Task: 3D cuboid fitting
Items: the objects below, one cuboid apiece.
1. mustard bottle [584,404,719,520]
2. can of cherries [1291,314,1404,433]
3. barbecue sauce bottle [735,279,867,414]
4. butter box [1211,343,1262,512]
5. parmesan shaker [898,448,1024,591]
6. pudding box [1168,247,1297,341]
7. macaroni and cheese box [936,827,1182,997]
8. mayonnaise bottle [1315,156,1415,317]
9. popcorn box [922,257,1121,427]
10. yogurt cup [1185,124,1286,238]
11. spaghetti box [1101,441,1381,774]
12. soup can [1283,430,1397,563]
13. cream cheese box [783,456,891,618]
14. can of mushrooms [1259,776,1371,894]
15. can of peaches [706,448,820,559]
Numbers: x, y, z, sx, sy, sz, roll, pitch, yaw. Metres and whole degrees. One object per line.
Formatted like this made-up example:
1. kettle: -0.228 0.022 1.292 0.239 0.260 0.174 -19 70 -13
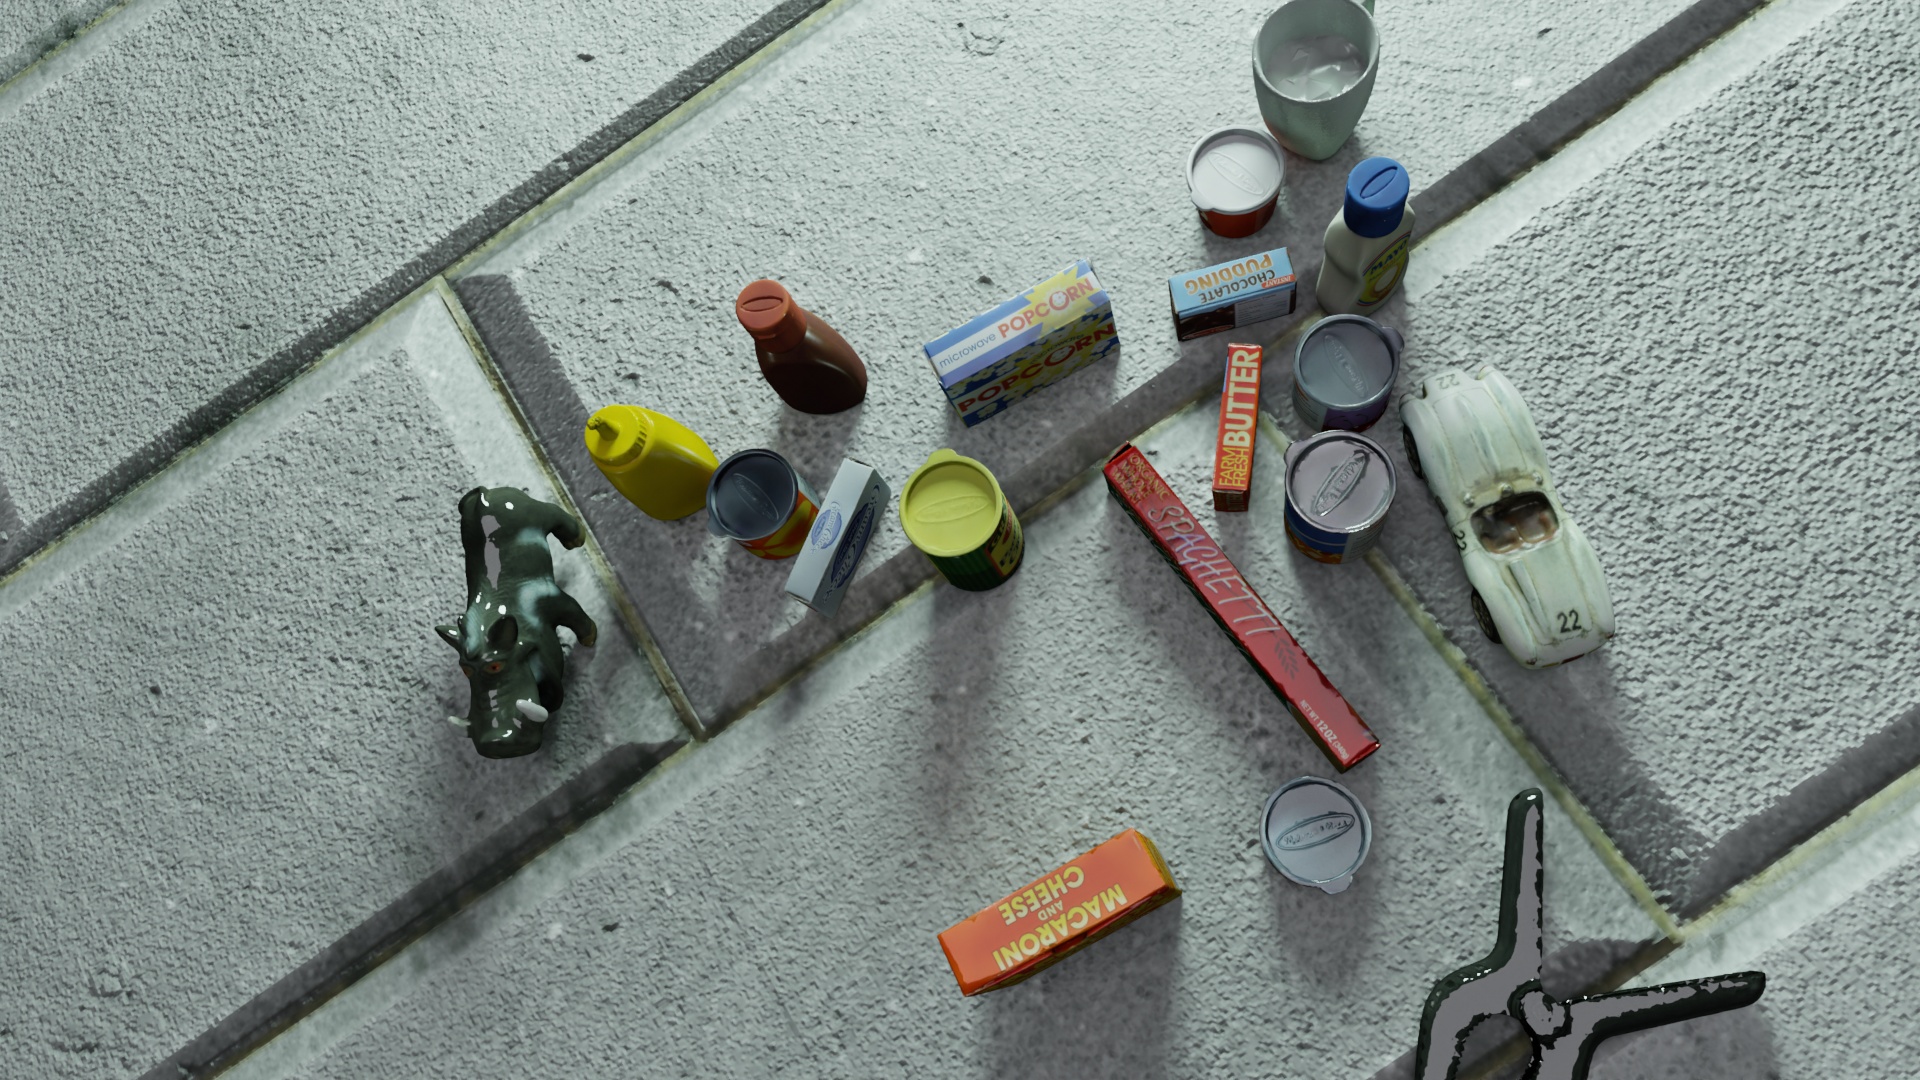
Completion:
1. mustard bottle: -0.215 -0.059 0.945 0.065 0.160 0.049 -36 71 1
2. can of cherries: 0.255 -0.108 0.916 0.071 0.058 0.071 -3 74 11
3. barbecue sauce bottle: -0.111 -0.130 0.949 0.065 0.148 0.044 -5 74 10
4. butter box: 0.185 -0.074 0.924 0.024 0.053 0.103 6 76 13
5. parmesan shaker: 0.003 -0.011 0.917 0.071 0.103 0.071 -3 75 11
6. pudding box: 0.186 -0.168 0.951 0.084 0.049 0.030 -14 73 7
7. macaroni and cheese box: 0.064 0.217 0.808 0.124 0.166 0.040 -30 72 3
8. mayonnaise bottle: 0.262 -0.193 0.891 0.065 0.148 0.041 -40 71 -1
9. popcorn box: 0.044 -0.133 0.952 0.127 0.085 0.038 -28 72 3
10. yogurt cup: 0.192 -0.247 0.970 0.072 0.054 0.072 -3 74 11
11. spaghetti box: 0.176 0.041 0.895 0.029 0.050 0.250 -37 71 0
12. soup can: 0.237 -0.028 0.884 0.071 0.083 0.071 -3 75 11
13. cream cheese box: -0.084 -0.001 0.958 0.024 0.053 0.104 21 80 16
14. can of mushrooms: 0.219 0.182 0.856 0.071 0.033 0.071 -3 74 11
15. can of peaches: -0.139 -0.023 0.973 0.071 0.058 0.071 -3 74 11
